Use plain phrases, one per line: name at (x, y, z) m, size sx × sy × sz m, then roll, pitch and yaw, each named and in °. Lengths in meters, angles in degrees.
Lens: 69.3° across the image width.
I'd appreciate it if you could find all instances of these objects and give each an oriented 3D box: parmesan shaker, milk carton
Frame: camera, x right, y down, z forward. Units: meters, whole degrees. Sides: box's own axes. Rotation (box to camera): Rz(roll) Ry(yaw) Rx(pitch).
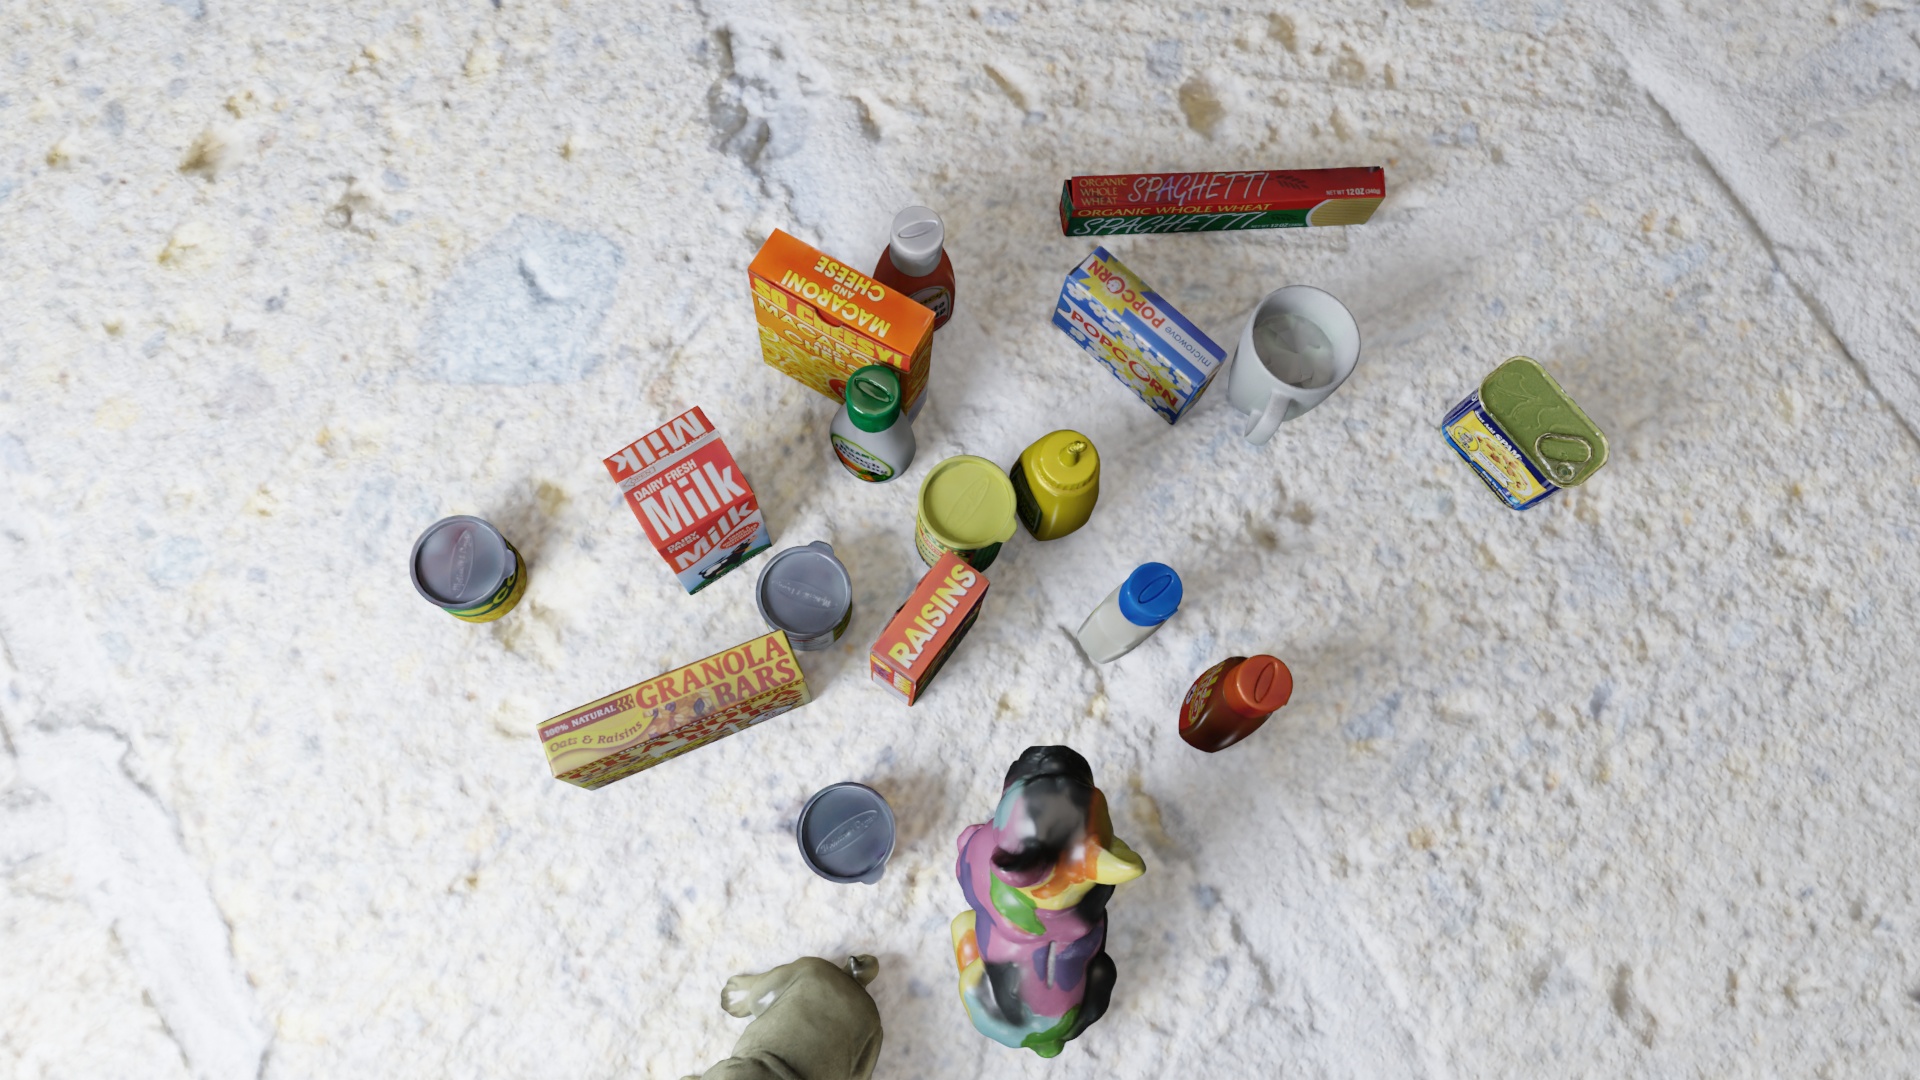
parmesan shaker at (0.003, -0.012, 0.980) m, size 0.071 × 0.103 × 0.071 m, roll 1°, pitch 76°, yaw -3°
milk carton at (-0.181, -0.028, 0.927) m, size 0.072 × 0.190 × 0.073 m, roll -32°, pitch 80°, yaw -10°

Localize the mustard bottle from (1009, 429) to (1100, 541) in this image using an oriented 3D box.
mustard bottle at (0.068, -0.045, 0.964) m, size 0.049 × 0.160 × 0.065 m, roll -23°, pitch 79°, yaw -9°

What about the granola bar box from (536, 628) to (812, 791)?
granola bar box at (-0.185, 0.114, 0.924) m, size 0.166 × 0.124 × 0.039 m, roll -21°, pitch 79°, yaw -9°

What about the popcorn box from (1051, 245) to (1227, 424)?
popcorn box at (0.131, -0.151, 1.034) m, size 0.127 × 0.085 × 0.038 m, roll 42°, pitch 77°, yaw 7°

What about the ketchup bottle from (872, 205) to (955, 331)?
ketchup bottle at (-0.034, -0.192, 1.000) m, size 0.065 × 0.148 × 0.043 m, roll -21°, pitch 78°, yaw -8°

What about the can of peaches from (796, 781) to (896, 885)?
can of peaches at (-0.076, 0.201, 0.943) m, size 0.071 × 0.058 × 0.071 m, roll 1°, pitch 76°, yaw -4°

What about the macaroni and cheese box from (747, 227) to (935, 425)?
macaroni and cheese box at (-0.082, -0.140, 0.975) m, size 0.124 × 0.166 × 0.040 m, roll 29°, pitch 76°, yaw 4°

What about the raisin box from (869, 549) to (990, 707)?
raisin box at (-0.023, 0.062, 0.949) m, size 0.040 × 0.123 × 0.086 m, roll 37°, pitch 77°, yaw 5°

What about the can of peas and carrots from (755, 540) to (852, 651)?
can of peas and carrots at (-0.109, 0.040, 0.982) m, size 0.071 × 0.058 × 0.071 m, roll 1°, pitch 76°, yaw -4°

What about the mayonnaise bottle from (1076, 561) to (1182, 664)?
mayonnaise bottle at (0.119, 0.047, 0.950) m, size 0.065 × 0.147 × 0.041 m, roll -37°, pitch 81°, yaw -11°

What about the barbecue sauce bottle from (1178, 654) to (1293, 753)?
barbecue sauce bottle at (0.187, 0.106, 0.939) m, size 0.044 × 0.148 × 0.065 m, roll 27°, pitch 76°, yaw 3°

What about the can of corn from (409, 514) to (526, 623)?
can of corn at (-0.340, 0.021, 0.972) m, size 0.071 × 0.058 × 0.071 m, roll 1°, pitch 76°, yaw -4°

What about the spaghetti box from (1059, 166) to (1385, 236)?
spaghetti box at (0.203, -0.265, 1.086) m, size 0.250 × 0.050 × 0.029 m, roll -3°, pitch 76°, yaw -5°

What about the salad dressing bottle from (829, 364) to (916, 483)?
salad dressing bottle at (-0.061, -0.081, 0.971) m, size 0.064 × 0.147 × 0.044 m, roll 31°, pitch 76°, yaw 4°
